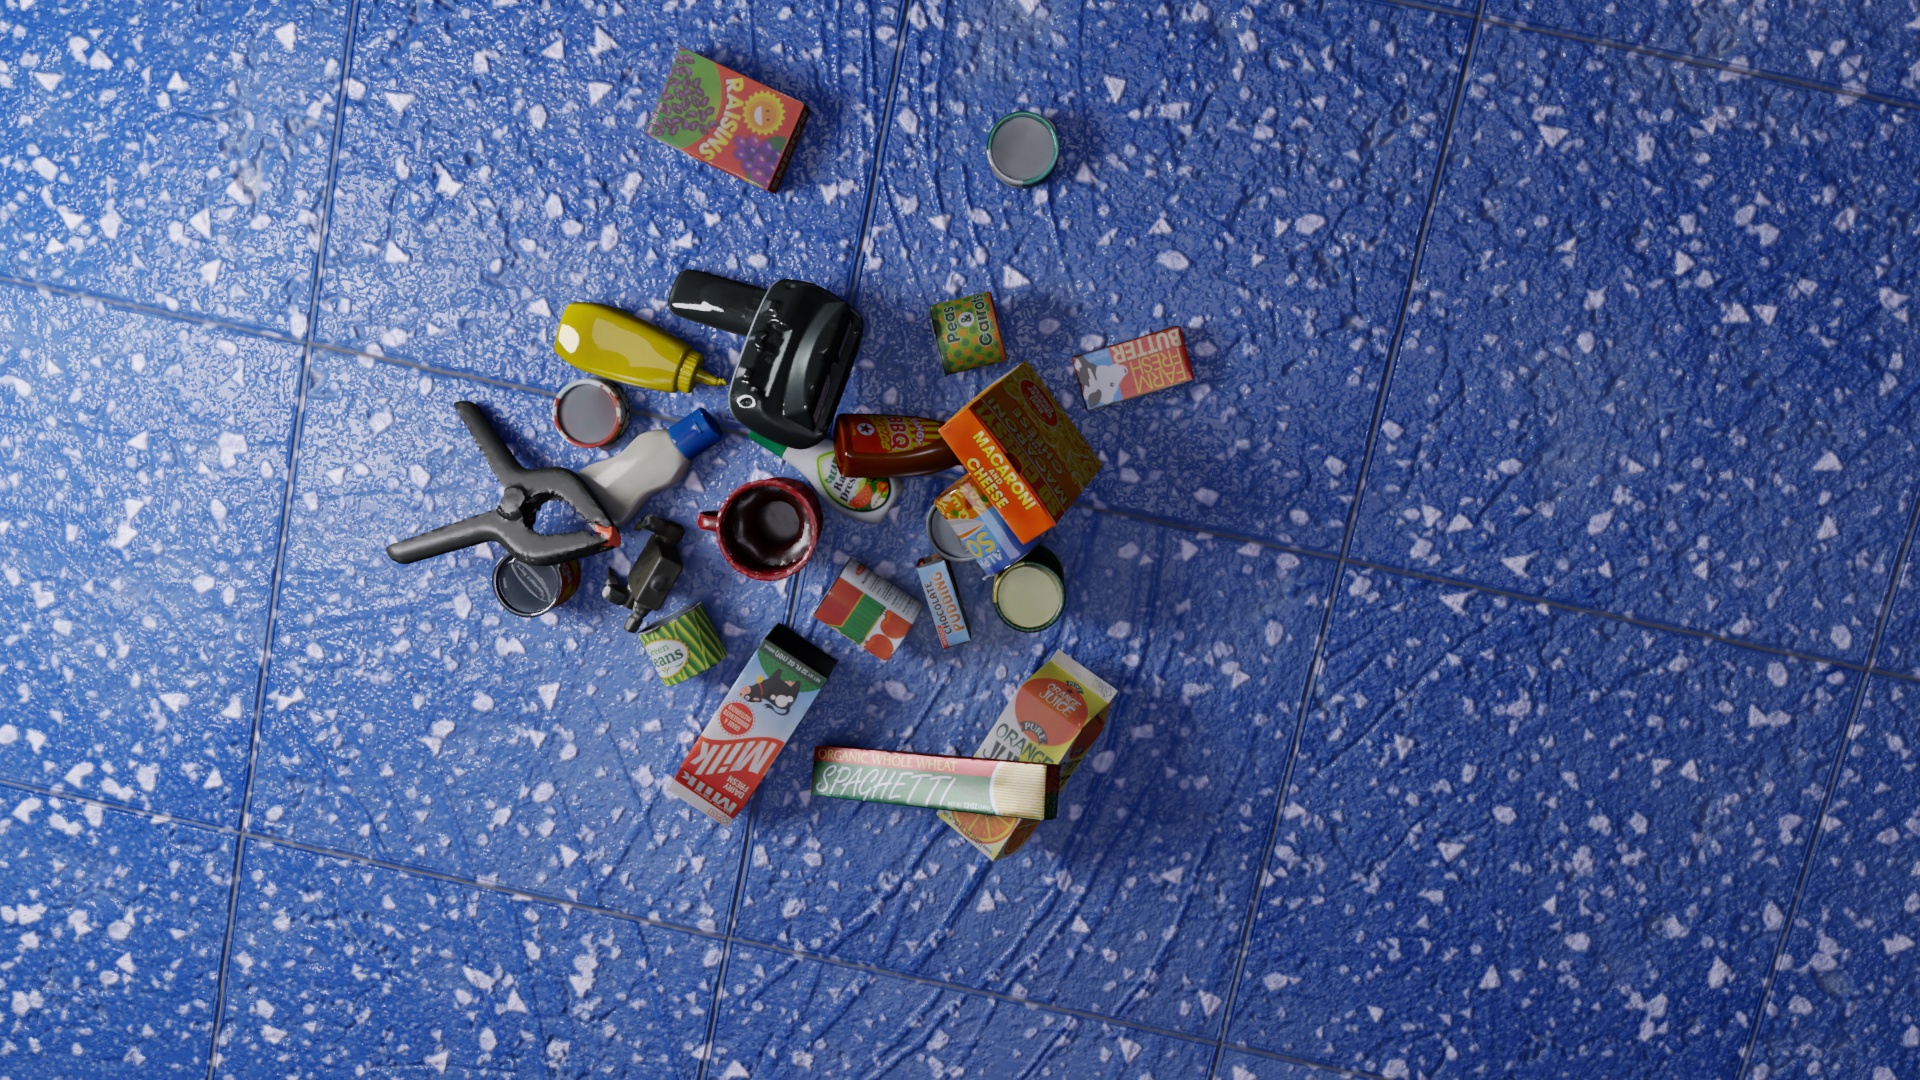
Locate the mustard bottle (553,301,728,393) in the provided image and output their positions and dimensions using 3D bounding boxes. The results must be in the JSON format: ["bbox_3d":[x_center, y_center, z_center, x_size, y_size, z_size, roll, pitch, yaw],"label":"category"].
[{"bbox_3d":[-0.291,-0.170,1.285,0.160,0.049,0.065,21,99,-1],"label":"mustard bottle"}]

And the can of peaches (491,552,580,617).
[{"bbox_3d":[-0.398,0.034,1.314,0.071,0.058,0.071,0,98,3],"label":"can of peaches"}]

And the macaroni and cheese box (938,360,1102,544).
[{"bbox_3d":[0.057,-0.082,1.221,0.040,0.167,0.123,-34,96,27],"label":"macaroni and cheese box"}]

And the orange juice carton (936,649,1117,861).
[{"bbox_3d":[0.067,0.199,1.299,0.072,0.073,0.192,36,99,22],"label":"orange juice carton"}]

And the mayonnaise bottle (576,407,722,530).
[{"bbox_3d":[-0.293,-0.070,1.303,0.148,0.041,0.065,-33,89,6],"label":"mayonnaise bottle"}]

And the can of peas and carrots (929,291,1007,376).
[{"bbox_3d":[0.007,-0.188,1.257,0.059,0.071,0.071,-13,98,4],"label":"can of peas and carrots"}]

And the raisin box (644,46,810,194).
[{"bbox_3d":[-0.209,-0.379,1.256,0.123,0.040,0.086,25,98,0],"label":"raisin box"}]

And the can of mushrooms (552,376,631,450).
[{"bbox_3d":[-0.345,-0.118,1.302,0.071,0.033,0.071,0,98,2],"label":"can of mushrooms"}]

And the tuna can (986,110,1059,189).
[{"bbox_3d":[0.058,-0.354,1.251,0.071,0.033,0.071,0,99,3],"label":"tuna can"}]

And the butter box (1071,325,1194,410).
[{"bbox_3d":[0.158,-0.158,1.278,0.103,0.024,0.053,-16,98,5],"label":"butter box"}]

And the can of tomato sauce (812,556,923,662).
[{"bbox_3d":[-0.087,0.066,1.301,0.083,0.071,0.071,33,99,-3],"label":"can of tomato sauce"}]

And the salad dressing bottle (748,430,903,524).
[{"bbox_3d":[-0.126,-0.072,1.293,0.148,0.044,0.064,32,87,-2],"label":"salad dressing bottle"}]

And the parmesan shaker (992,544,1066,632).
[{"bbox_3d":[0.062,0.045,1.272,0.071,0.103,0.071,0,99,3],"label":"parmesan shaker"}]

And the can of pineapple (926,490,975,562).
[{"bbox_3d":[0.005,-0.016,1.288,0.071,0.058,0.071,0,99,3],"label":"can of pineapple"}]

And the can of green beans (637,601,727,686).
[{"bbox_3d":[-0.262,0.098,1.313,0.071,0.071,0.057,-25,97,6],"label":"can of green beans"}]

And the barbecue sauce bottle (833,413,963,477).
[{"bbox_3d":[-0.039,-0.087,1.270,0.149,0.065,0.043,-1,137,-16],"label":"barbecue sauce bottle"}]

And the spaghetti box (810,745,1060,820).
[{"bbox_3d":[-0.028,0.222,1.283,0.250,0.028,0.050,0,81,28],"label":"spaghetti box"}]

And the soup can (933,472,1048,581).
[{"bbox_3d":[0.024,-0.018,1.222,0.071,0.071,0.083,-36,96,7],"label":"soup can"}]

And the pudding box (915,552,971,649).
[{"bbox_3d":[-0.015,0.055,1.304,0.030,0.050,0.083,-17,98,4],"label":"pudding box"}]

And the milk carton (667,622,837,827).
[{"bbox_3d":[-0.200,0.180,1.318,0.072,0.073,0.190,34,99,-3],"label":"milk carton"}]
